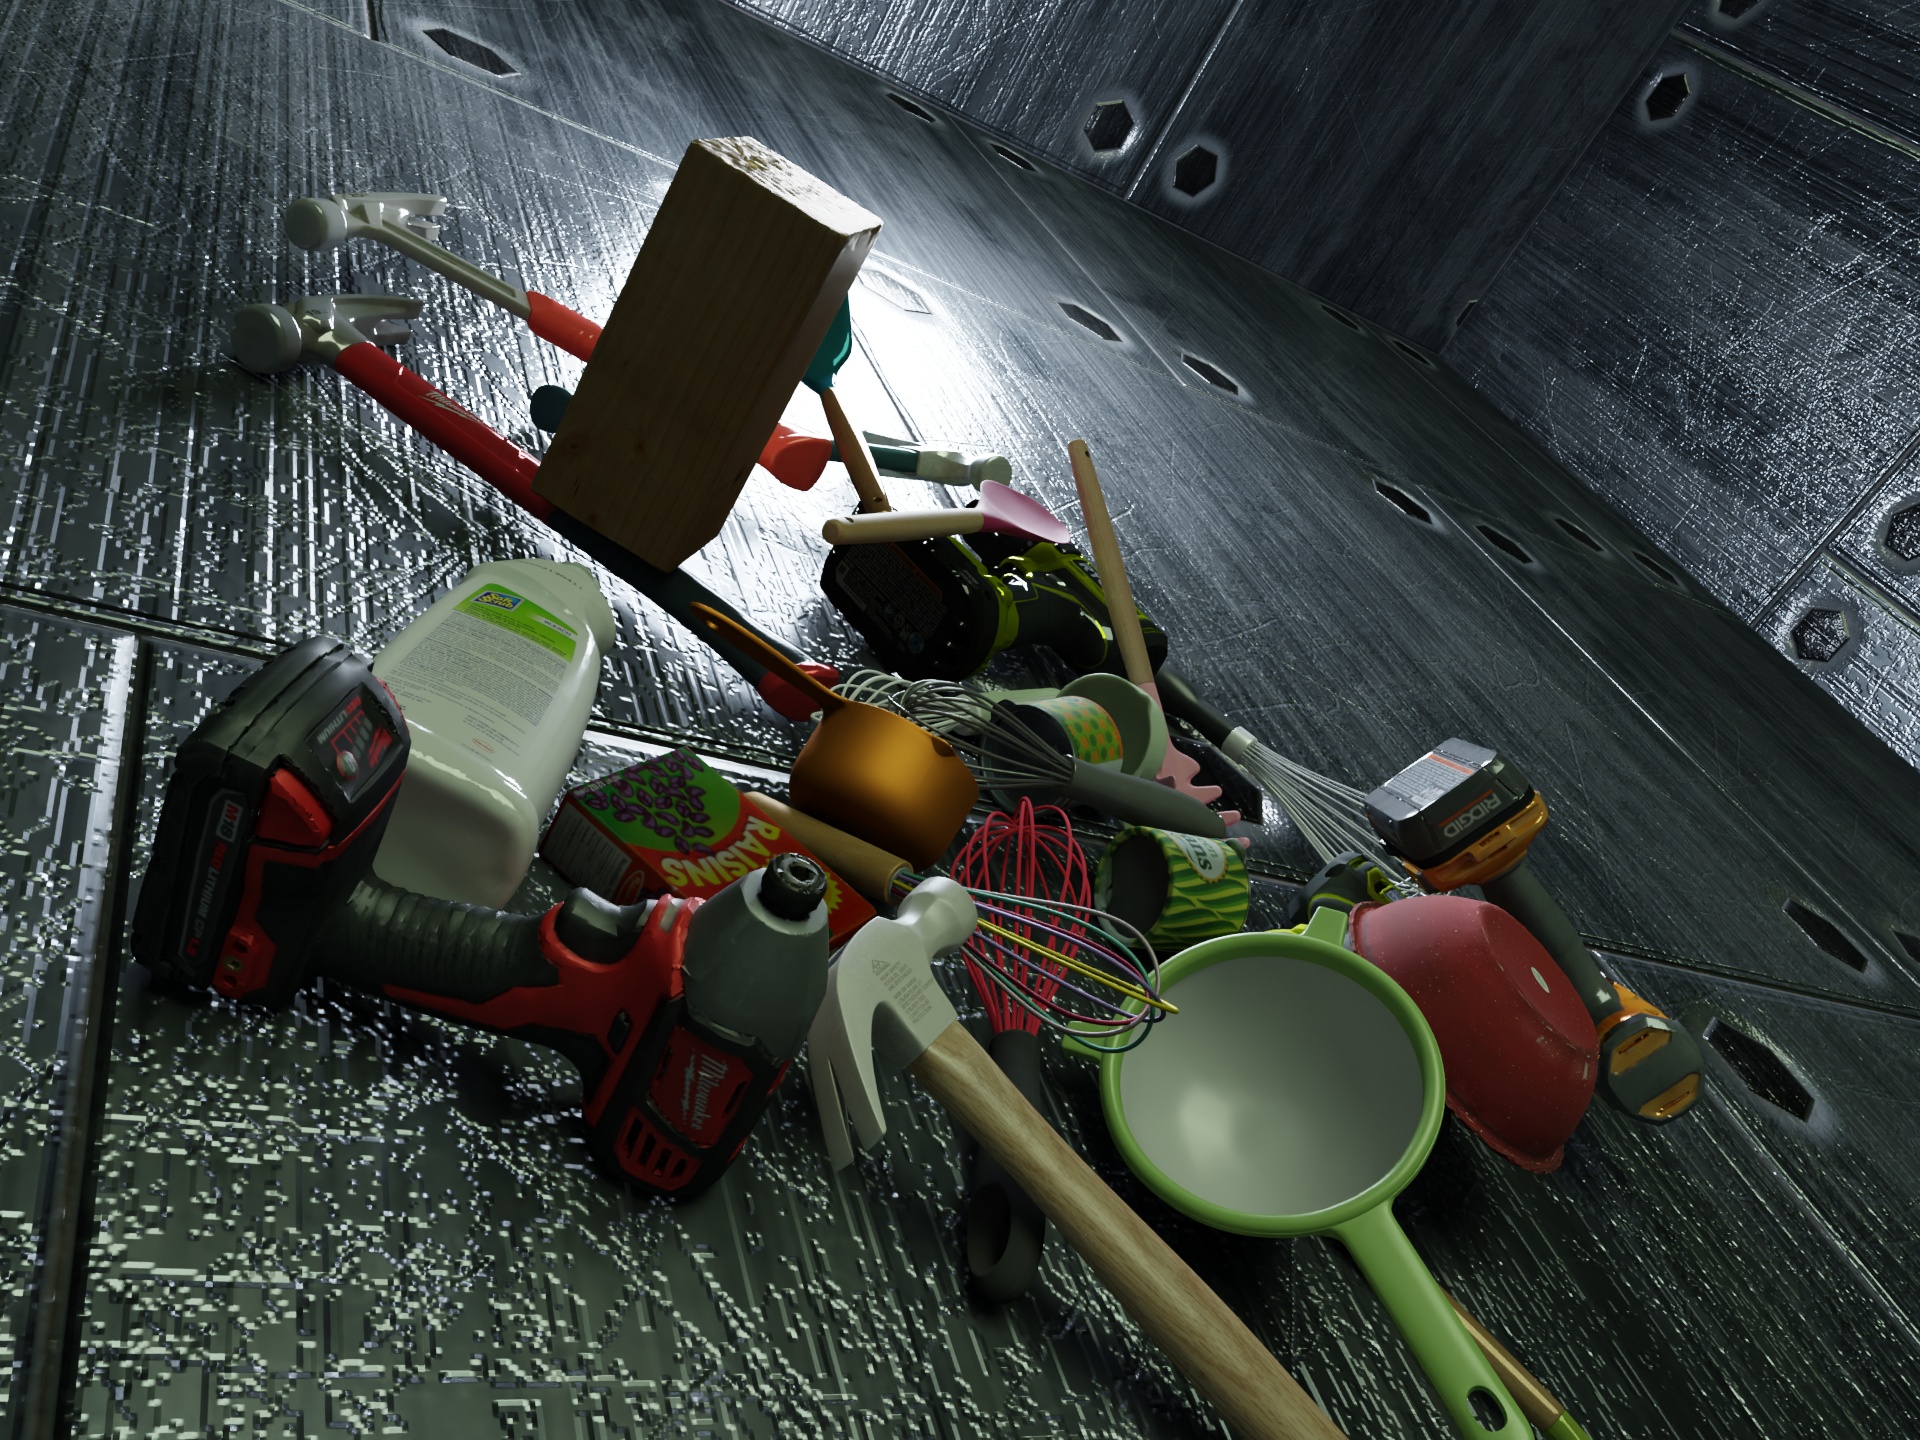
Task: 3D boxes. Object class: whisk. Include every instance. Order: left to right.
[{"bbox_3d":[-0.009,0.084,0.715,0.245,0.051,0.047,22,25,32],"label":"whisk"},{"bbox_3d":[-0.001,-0.003,0.938,0.059,0.058,0.246,12,9,32],"label":"whisk"},{"bbox_3d":[0.025,0.135,0.722,0.073,0.073,0.296,26,32,-13],"label":"whisk"},{"bbox_3d":[0.058,0.030,0.858,0.238,0.055,0.055,20,29,-32],"label":"whisk"},{"bbox_3d":[0.217,0.037,1.098,0.285,0.070,0.070,40,27,26],"label":"whisk"}]

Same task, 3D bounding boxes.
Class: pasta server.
[{"bbox_3d":[0.118,-0.049,1.029,0.060,0.040,0.316,14,56,-49],"label":"pasta server"}]

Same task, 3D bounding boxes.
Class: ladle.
[{"bbox_3d":[0.249,0.284,0.708,0.320,0.062,0.078,42,29,25],"label":"ladle"}]

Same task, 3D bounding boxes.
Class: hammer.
[{"bbox_3d":[-0.225,-0.128,0.919,0.386,0.038,0.143,36,25,7],"label":"hammer"},{"bbox_3d":[-0.238,-0.245,1.010,0.359,0.036,0.149,29,24,8],"label":"hammer"},{"bbox_3d":[-0.130,-0.193,1.094,0.330,0.033,0.128,2,12,-37],"label":"hammer"},{"bbox_3d":[0.066,0.208,0.605,0.331,0.031,0.130,47,34,6],"label":"hammer"}]

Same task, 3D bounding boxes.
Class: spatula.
[{"bbox_3d":[-0.085,-0.214,1.058,0.082,0.044,0.318,-13,37,-8],"label":"spatula"}]

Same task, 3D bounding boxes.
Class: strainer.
[{"bbox_3d":[0.162,0.210,0.693,0.151,0.069,0.257,-23,49,-9],"label":"strainer"}]

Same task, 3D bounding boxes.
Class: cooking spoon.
[{"bbox_3d":[-0.003,-0.123,0.986,0.069,0.017,0.319,43,22,13],"label":"cooking spoon"}]

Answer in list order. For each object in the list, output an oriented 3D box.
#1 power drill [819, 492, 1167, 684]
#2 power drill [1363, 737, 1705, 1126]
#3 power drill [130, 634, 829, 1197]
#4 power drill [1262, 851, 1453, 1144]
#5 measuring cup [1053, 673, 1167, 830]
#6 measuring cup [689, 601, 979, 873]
[{"bbox_3d":[0.017,-0.093,1.077,0.228,0.080,0.191,-2,42,-52],"label":"power drill"},{"bbox_3d":[0.341,0.123,0.965,0.226,0.084,0.185,54,4,-3],"label":"power drill"},{"bbox_3d":[-0.154,0.068,0.547,0.219,0.143,0.079,27,30,-6],"label":"power drill"},{"bbox_3d":[0.229,0.163,0.868,0.171,0.080,0.223,47,27,18],"label":"power drill"},{"bbox_3d":[0.108,0.050,0.957,0.038,0.083,0.168,16,44,-58],"label":"measuring cup"},{"bbox_3d":[-0.072,0.013,0.766,0.173,0.095,0.052,38,66,-20],"label":"measuring cup"}]
